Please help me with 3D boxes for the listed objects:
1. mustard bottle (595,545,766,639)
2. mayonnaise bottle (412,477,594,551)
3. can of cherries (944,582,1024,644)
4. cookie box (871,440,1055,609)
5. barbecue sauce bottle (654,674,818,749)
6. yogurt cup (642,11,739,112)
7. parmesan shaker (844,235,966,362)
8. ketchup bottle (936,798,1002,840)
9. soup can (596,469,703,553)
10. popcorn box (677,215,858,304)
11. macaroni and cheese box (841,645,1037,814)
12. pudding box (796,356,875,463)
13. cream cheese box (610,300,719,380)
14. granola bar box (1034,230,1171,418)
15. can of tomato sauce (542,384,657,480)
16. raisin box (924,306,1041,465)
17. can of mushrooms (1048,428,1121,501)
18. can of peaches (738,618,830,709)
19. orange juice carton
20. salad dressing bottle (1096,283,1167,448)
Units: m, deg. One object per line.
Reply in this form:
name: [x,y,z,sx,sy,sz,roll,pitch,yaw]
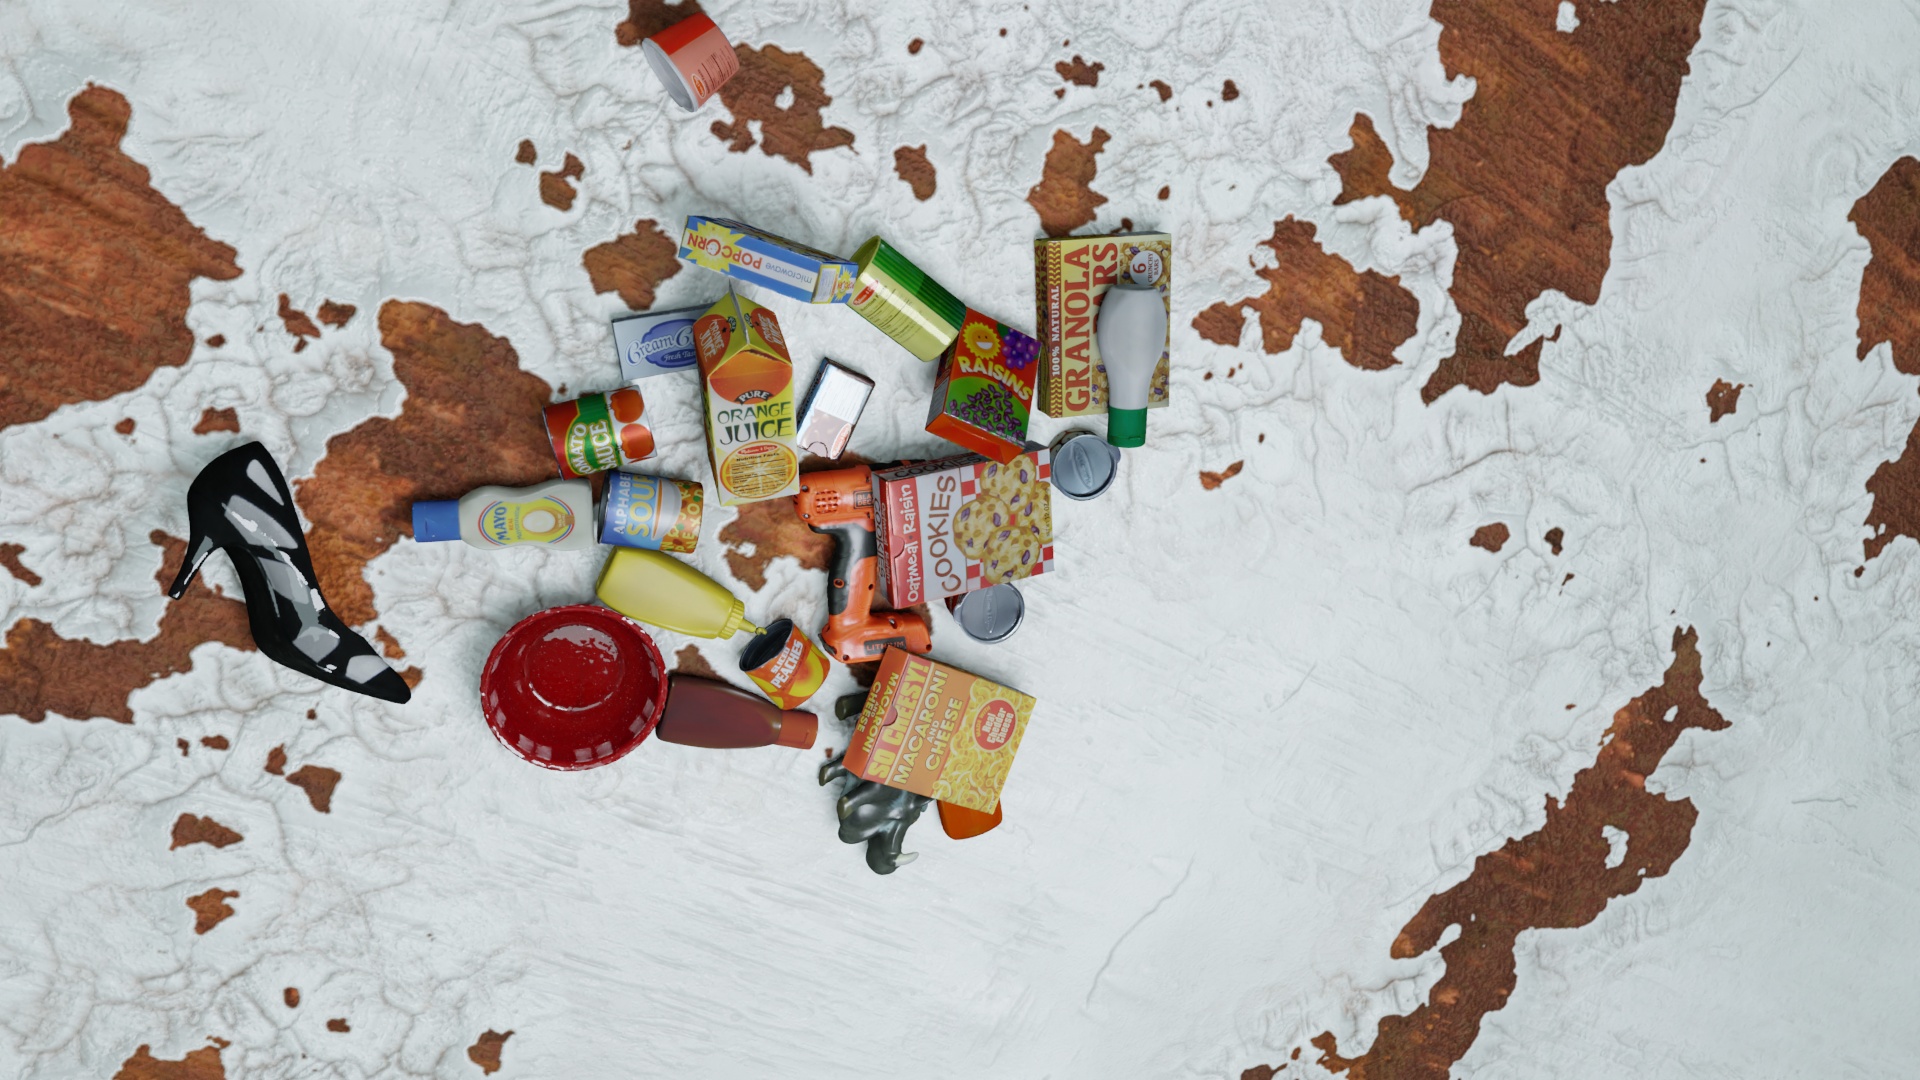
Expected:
mustard bottle: [-0.251,0.056,1.271,0.160,0.049,0.065,26,97,-23]
mayonnaise bottle: [-0.396,-0.020,1.208,0.148,0.041,0.064,-4,110,-16]
can of cherries: [0.020,0.059,1.347,0.071,0.058,0.071,-5,109,-15]
cookie box: [0.005,-0.016,1.278,0.168,0.040,0.122,-13,111,-24]
barbecue sauce bottle: [-0.211,0.170,1.322,0.149,0.044,0.064,13,103,-20]
yogurt cup: [-0.218,-0.393,1.133,0.054,0.072,0.072,-40,114,-10]
parmesan shaker: [-0.055,-0.212,1.237,0.103,0.071,0.071,35,95,-24]
ketchup bottle: [0.001,0.226,1.401,0.065,0.043,0.148,-17,111,-17]
soup can: [-0.274,-0.026,1.226,0.084,0.071,0.071,7,105,-19]
popcorn box: [-0.159,-0.234,1.159,0.127,0.085,0.038,21,106,11]
macaroni and cheese box: [-0.017,0.182,1.325,0.166,0.040,0.123,23,86,-37]
pudding box: [-0.118,-0.119,1.265,0.049,0.030,0.083,22,100,-23]
cream cheese box: [-0.248,-0.175,1.213,0.104,0.024,0.053,-12,109,-13]
granola bar box: [0.134,-0.204,1.308,0.124,0.039,0.165,-7,109,-15]
can of tomato sauce: [-0.309,-0.092,1.195,0.083,0.071,0.071,-15,111,-12]
raisin box: [0.022,-0.140,1.257,0.086,0.040,0.124,22,58,-19]
can of mushrooms: [0.118,-0.075,1.347,0.071,0.033,0.070,-5,108,-14]
can of peaches: [-0.164,0.117,1.304,0.071,0.071,0.058,-40,115,-1]
orange juice carton: [-0.182,-0.124,1.179,0.073,0.072,0.191,-10,138,-13]
salad dressing bottle: [0.156,-0.160,1.283,0.064,0.044,0.147,-5,110,-17]
